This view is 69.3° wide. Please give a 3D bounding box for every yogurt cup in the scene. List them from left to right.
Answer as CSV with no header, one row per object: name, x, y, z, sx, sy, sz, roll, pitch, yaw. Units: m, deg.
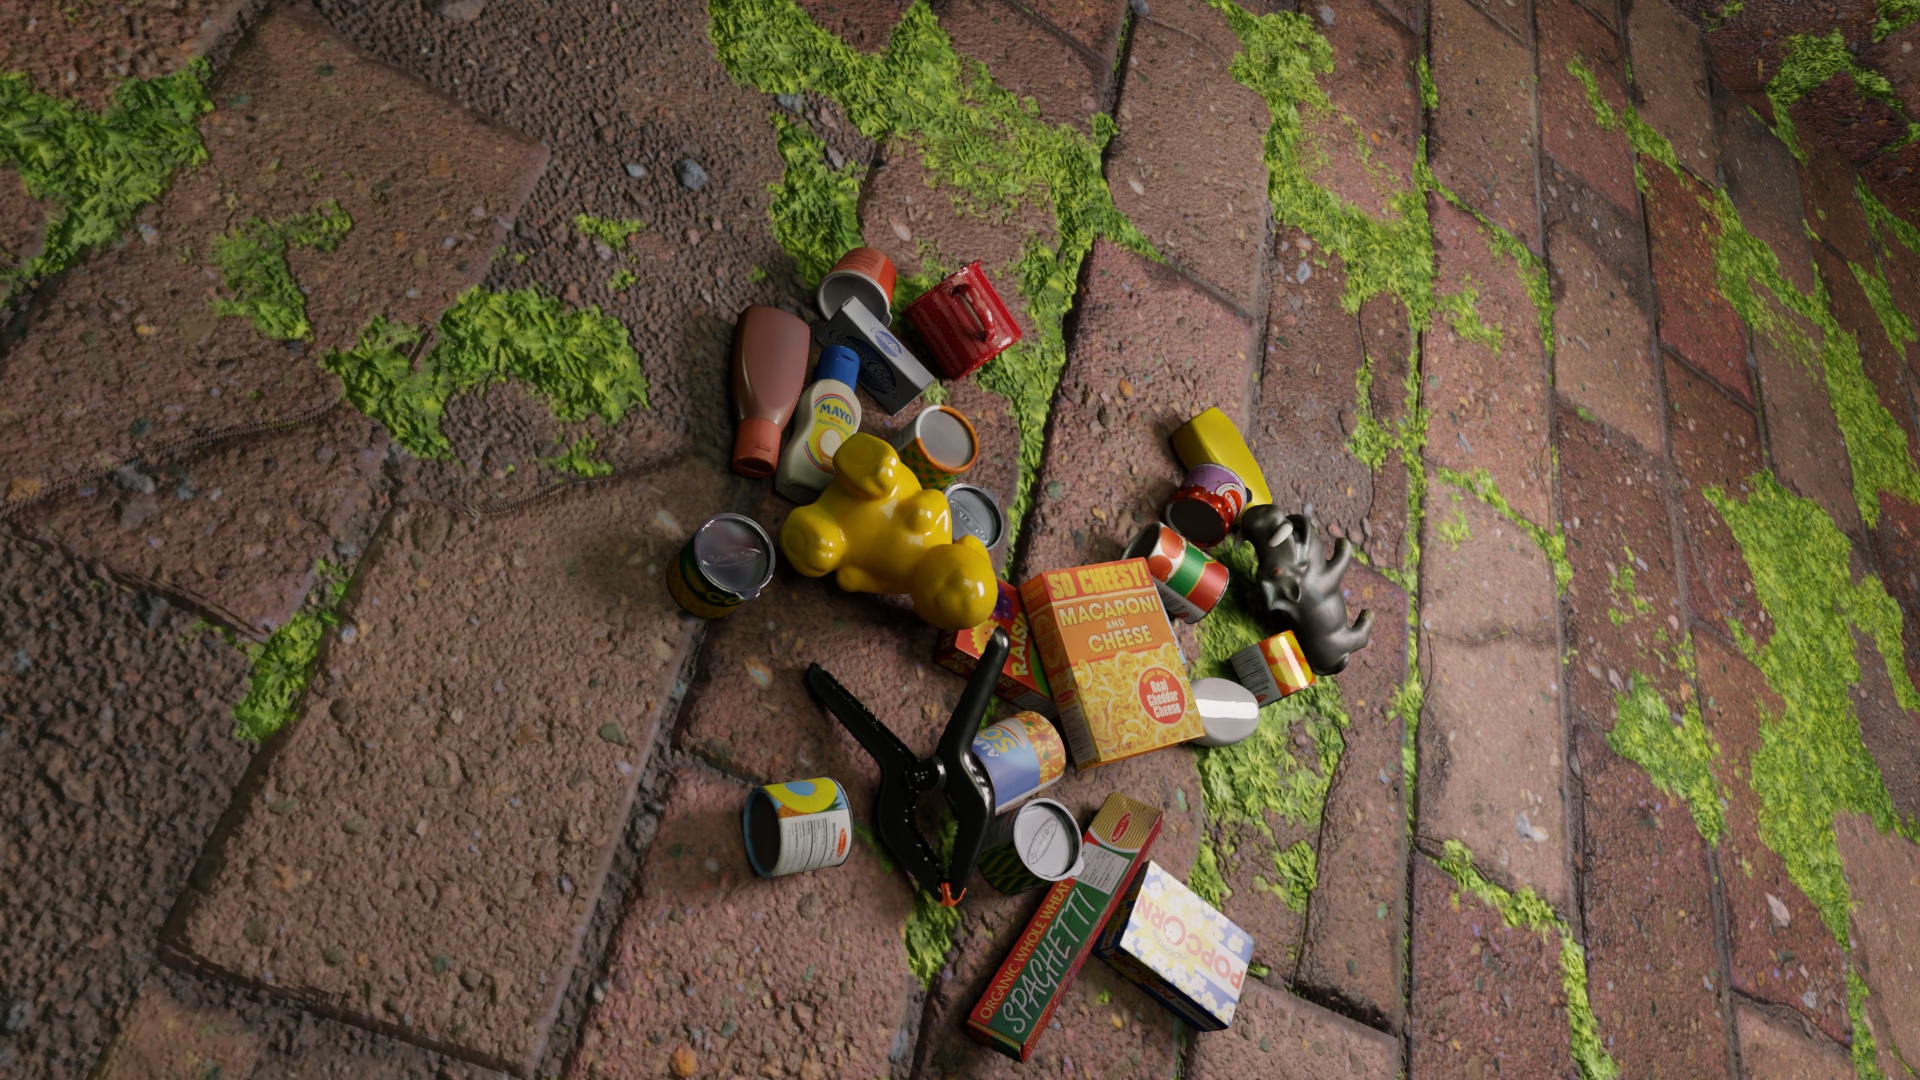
yogurt cup,-0.091,-0.229,1.258,0.072,0.072,0.054,34,44,-15

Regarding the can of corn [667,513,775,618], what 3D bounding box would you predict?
can of corn,-0.184,0.023,1.067,0.071,0.058,0.071,16,59,-28

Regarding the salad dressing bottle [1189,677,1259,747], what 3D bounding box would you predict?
salad dressing bottle,0.204,0.156,1.273,0.148,0.043,0.064,7,65,-29

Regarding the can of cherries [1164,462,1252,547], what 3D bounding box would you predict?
can of cherries,0.246,-0.035,1.380,0.071,0.071,0.059,46,50,-6

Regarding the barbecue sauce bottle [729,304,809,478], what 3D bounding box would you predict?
barbecue sauce bottle,-0.165,-0.125,1.166,0.065,0.043,0.149,19,58,-27

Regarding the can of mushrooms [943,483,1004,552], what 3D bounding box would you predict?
can of mushrooms,0.004,-0.015,1.231,0.071,0.033,0.071,15,59,-27

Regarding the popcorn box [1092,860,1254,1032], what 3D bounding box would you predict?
popcorn box,0.181,0.340,1.164,0.126,0.038,0.085,39,51,-12

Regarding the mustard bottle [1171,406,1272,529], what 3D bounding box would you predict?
mustard bottle,0.281,-0.058,1.430,0.065,0.048,0.160,-28,85,-40

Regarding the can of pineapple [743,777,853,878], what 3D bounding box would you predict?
can of pineapple,-0.120,0.208,1.013,0.058,0.070,0.071,-1,68,-35

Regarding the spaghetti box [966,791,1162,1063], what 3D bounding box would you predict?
spaghetti box,0.087,0.303,1.111,0.050,0.028,0.251,19,45,25

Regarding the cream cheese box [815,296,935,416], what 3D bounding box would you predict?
cream cheese box,-0.077,-0.163,1.239,0.104,0.053,0.024,45,48,-6

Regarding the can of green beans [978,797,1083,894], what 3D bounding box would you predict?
can of green beans,0.054,0.246,1.114,0.071,0.057,0.071,16,59,-27

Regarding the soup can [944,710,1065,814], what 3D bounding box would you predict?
soup can,0.033,0.179,1.128,0.084,0.071,0.071,-19,79,-40

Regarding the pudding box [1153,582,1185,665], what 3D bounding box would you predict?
pudding box,0.168,0.085,1.279,0.030,0.049,0.084,-9,73,-39

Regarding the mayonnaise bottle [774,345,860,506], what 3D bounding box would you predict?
mayonnaise bottle,-0.115,-0.099,1.187,0.065,0.041,0.149,24,56,-25

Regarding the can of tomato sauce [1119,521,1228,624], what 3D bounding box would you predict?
can of tomato sauce,0.202,0.029,1.320,0.083,0.071,0.071,33,52,-15

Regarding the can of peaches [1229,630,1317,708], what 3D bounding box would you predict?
can of peaches,0.303,0.125,1.340,0.071,0.071,0.058,-14,75,-38

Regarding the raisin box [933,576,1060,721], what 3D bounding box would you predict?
raisin box,0.045,0.090,1.201,0.123,0.040,0.086,30,54,-20

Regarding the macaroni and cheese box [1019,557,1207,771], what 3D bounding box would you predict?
macaroni and cheese box,0.130,0.104,1.199,0.124,0.040,0.167,-7,71,-36

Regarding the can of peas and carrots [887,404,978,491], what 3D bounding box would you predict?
can of peas and carrots,-0.024,-0.077,1.227,0.071,0.058,0.071,15,60,-27
